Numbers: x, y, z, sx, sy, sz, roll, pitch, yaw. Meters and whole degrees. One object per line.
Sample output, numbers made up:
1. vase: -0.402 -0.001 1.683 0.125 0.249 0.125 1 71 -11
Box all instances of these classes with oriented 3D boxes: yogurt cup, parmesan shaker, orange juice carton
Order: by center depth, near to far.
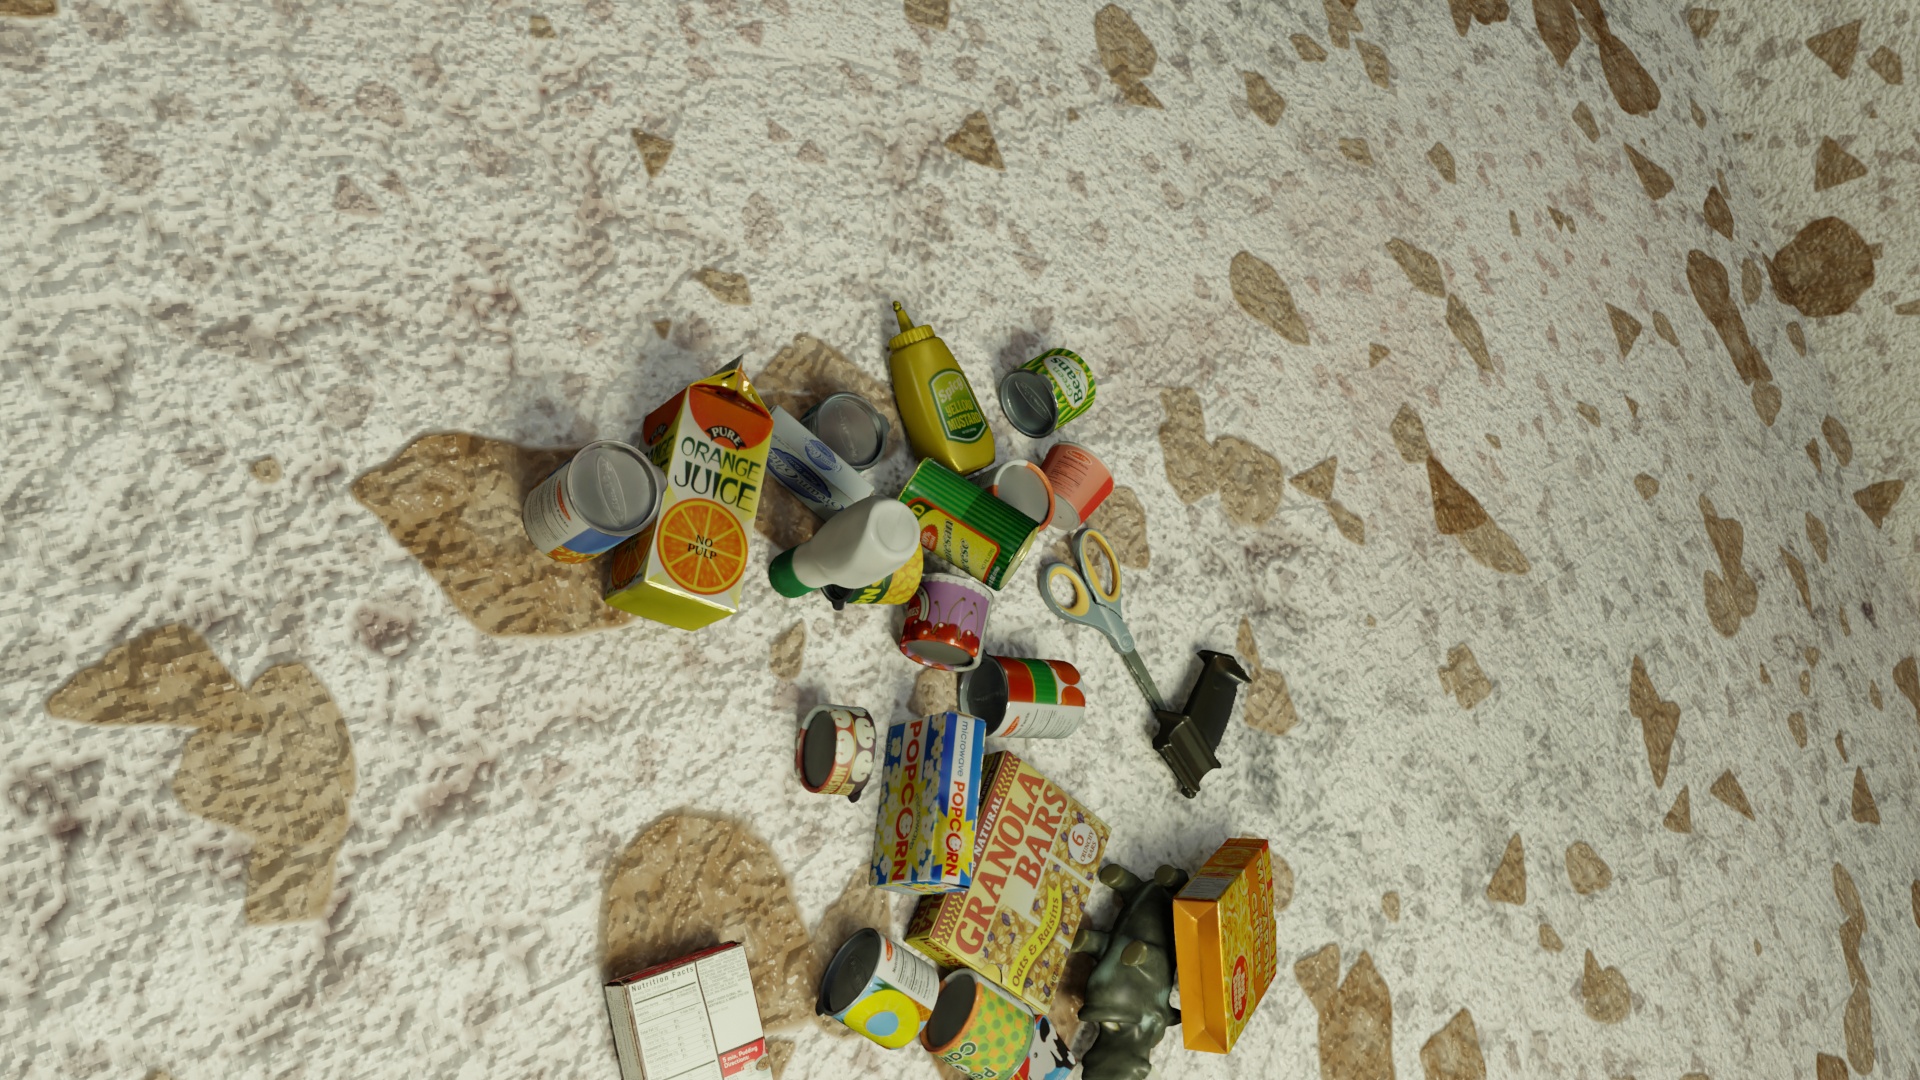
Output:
1. orange juice carton: -0.190 -0.040 0.998 0.073 0.071 0.193 22 63 -31
2. parmesan shaker: 0.004 -0.014 1.109 0.103 0.071 0.072 31 53 10
3. yogurt cup: 0.094 -0.046 1.221 0.072 0.072 0.054 45 62 -17

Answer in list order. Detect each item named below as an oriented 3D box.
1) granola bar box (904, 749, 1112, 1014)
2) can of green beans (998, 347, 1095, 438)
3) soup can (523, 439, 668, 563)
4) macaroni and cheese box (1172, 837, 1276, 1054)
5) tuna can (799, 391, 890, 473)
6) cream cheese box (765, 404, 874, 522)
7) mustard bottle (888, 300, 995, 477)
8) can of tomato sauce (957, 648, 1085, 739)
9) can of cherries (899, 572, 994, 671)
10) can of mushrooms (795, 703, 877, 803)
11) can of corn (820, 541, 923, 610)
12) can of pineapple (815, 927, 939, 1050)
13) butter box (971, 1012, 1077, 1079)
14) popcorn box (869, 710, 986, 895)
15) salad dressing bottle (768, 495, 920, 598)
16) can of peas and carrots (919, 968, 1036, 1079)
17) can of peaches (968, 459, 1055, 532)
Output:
1. granola bar box: 0.042 0.268 1.092 0.124 0.039 0.166 39 56 -21
2. can of green beans: 0.078 -0.131 1.233 0.058 0.071 0.071 -33 96 -39
3. soup can: -0.248 -0.025 0.942 0.071 0.083 0.071 12 69 -34
4. macaroni and cheese box: 0.222 0.330 1.149 0.167 0.040 0.123 -12 99 -63
5. tuna can: -0.093 -0.083 1.110 0.071 0.032 0.071 12 68 -34
6. cream cheese box: -0.120 -0.057 1.068 0.103 0.053 0.024 41 57 -20
7. mustard bottle: -0.025 -0.129 1.166 0.065 0.048 0.160 -23 90 -41
8. can of tomato sauce: 0.050 0.126 1.128 0.083 0.071 0.071 8 71 -36
9. can of cherries: -0.014 0.065 1.102 0.071 0.071 0.058 27 62 -28
10. can of mushrooms: -0.091 0.155 1.012 0.033 0.071 0.071 12 68 -33
11. can of corn: -0.070 0.019 1.073 0.058 0.071 0.071 3 74 -37
12. can of pineapple: -0.059 0.319 0.985 0.058 0.071 0.071 39 56 -21
13. butter box: 0.041 0.413 1.054 0.104 0.024 0.053 -40 101 -38
14. popcorn box: -0.024 0.196 1.036 0.038 0.085 0.127 19 65 -30
15. salad dressing bottle: -0.088 0.009 1.009 0.044 0.147 0.064 30 60 -28
16. can of peas and carrots: 0.011 0.360 1.021 0.058 0.070 0.071 39 56 -20
17. can of peaches: 0.039 -0.028 1.176 0.071 0.058 0.071 13 68 -33
